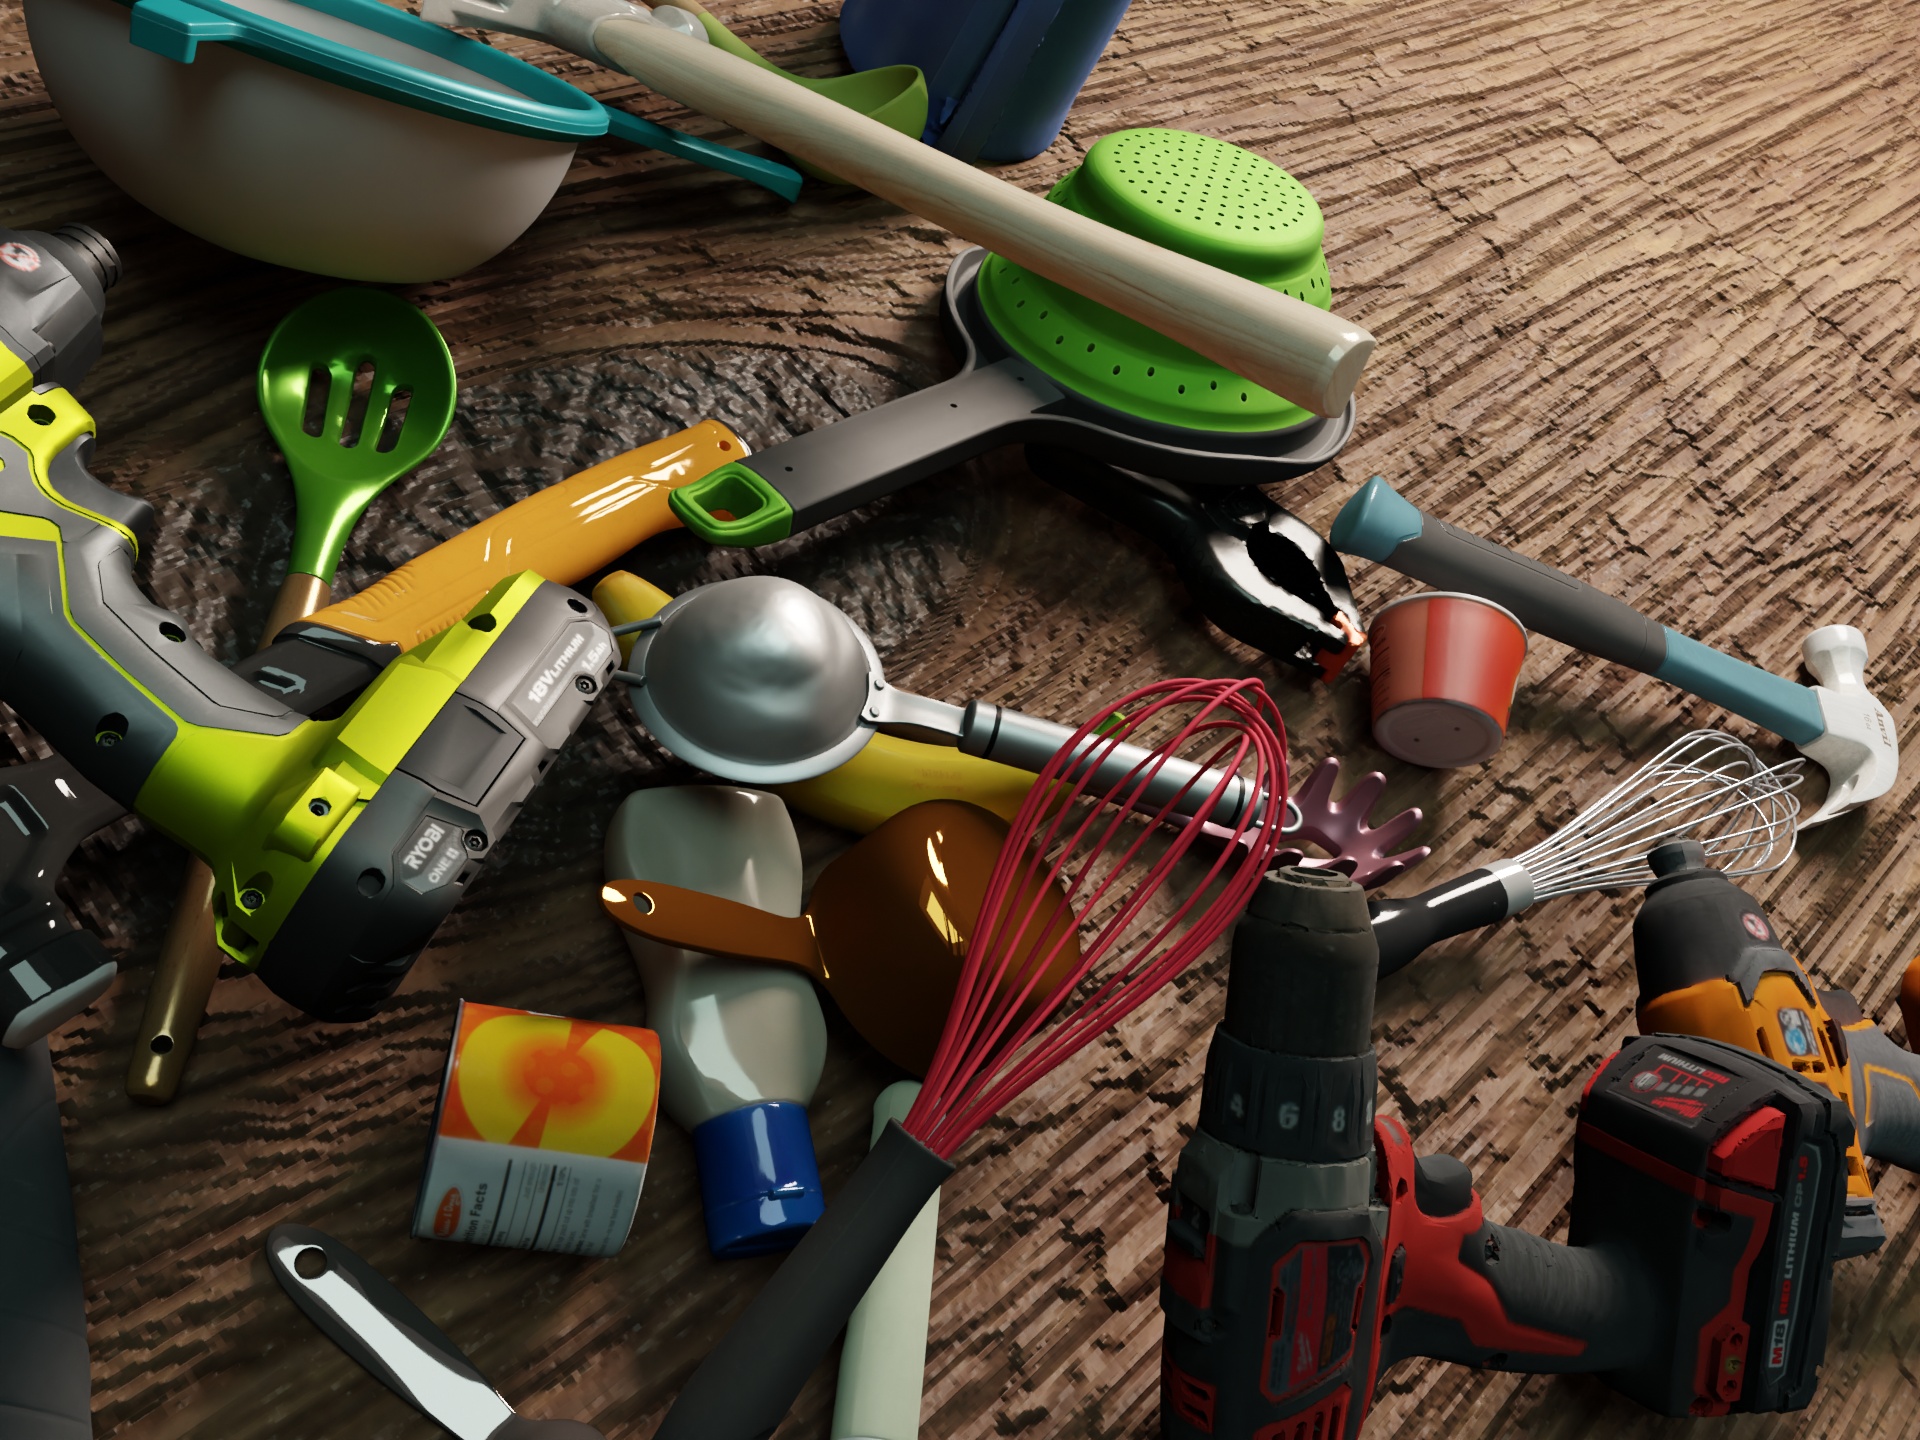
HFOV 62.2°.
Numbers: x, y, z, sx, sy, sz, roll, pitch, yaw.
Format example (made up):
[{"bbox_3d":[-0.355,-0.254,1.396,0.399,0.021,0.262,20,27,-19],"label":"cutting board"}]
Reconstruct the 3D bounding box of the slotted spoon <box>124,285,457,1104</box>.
[{"bbox_3d":[-0.228,-0.025,0.534,0.070,0.031,0.314,13,55,-18],"label":"slotted spoon"}]

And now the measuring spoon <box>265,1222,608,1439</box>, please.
[{"bbox_3d":[-0.143,0.179,0.435,0.124,0.018,0.034,38,52,6],"label":"measuring spoon"}]

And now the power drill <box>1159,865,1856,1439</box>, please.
[{"bbox_3d":[0.171,0.143,0.511,0.226,0.080,0.188,3,95,-21],"label":"power drill"}]

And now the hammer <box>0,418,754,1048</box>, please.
[{"bbox_3d":[-0.191,-0.039,0.526,0.127,0.034,0.337,51,45,1],"label":"hammer"}]

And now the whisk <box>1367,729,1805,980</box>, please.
[{"bbox_3d":[0.249,0.060,0.662,0.284,0.070,0.070,-15,65,-25],"label":"whisk"}]

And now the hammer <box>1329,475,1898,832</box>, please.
[{"bbox_3d":[0.317,-0.040,0.756,0.330,0.033,0.128,20,53,-17],"label":"hammer"}]

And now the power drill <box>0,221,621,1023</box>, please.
[{"bbox_3d":[-0.215,-0.035,0.430,0.223,0.080,0.171,35,48,-11],"label":"power drill"}]

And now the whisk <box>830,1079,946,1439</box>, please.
[{"bbox_3d":[-0.026,0.215,0.448,0.057,0.059,0.247,54,31,-41],"label":"whisk"}]

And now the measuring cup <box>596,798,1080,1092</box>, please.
[{"bbox_3d":[-0.029,0.059,0.501,0.173,0.052,0.095,20,42,-45],"label":"measuring cup"}]

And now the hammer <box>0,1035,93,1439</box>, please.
[{"bbox_3d":[-0.211,0.208,0.377,0.149,0.036,0.409,-9,62,-29],"label":"hammer"}]

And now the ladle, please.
[{"bbox_3d":[-0.148,-0.369,0.786,0.320,0.062,0.078,39,61,9],"label":"ladle"}]

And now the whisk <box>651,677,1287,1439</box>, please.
[{"bbox_3d":[0.001,0.105,0.456,0.073,0.073,0.296,37,82,4],"label":"whisk"}]

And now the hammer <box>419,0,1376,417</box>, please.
[{"bbox_3d":[-0.031,-0.214,0.615,0.411,0.038,0.146,33,25,26],"label":"hammer"}]

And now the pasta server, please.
[{"bbox_3d":[0.030,0.008,0.615,0.316,0.040,0.060,19,38,-9],"label":"pasta server"}]

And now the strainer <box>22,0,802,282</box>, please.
[{"bbox_3d":[-0.205,-0.222,0.644,0.211,0.095,0.340,37,24,34],"label":"strainer"}]

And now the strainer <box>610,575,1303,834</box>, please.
[{"bbox_3d":[-0.001,-0.002,0.534,0.258,0.050,0.087,16,50,-11],"label":"strainer"}]

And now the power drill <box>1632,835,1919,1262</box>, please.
[{"bbox_3d":[0.369,0.129,0.636,0.226,0.084,0.164,5,62,-23],"label":"power drill"}]

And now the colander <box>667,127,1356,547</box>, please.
[{"bbox_3d":[0.044,-0.172,0.674,0.205,0.094,0.397,40,47,23],"label":"colander"}]
